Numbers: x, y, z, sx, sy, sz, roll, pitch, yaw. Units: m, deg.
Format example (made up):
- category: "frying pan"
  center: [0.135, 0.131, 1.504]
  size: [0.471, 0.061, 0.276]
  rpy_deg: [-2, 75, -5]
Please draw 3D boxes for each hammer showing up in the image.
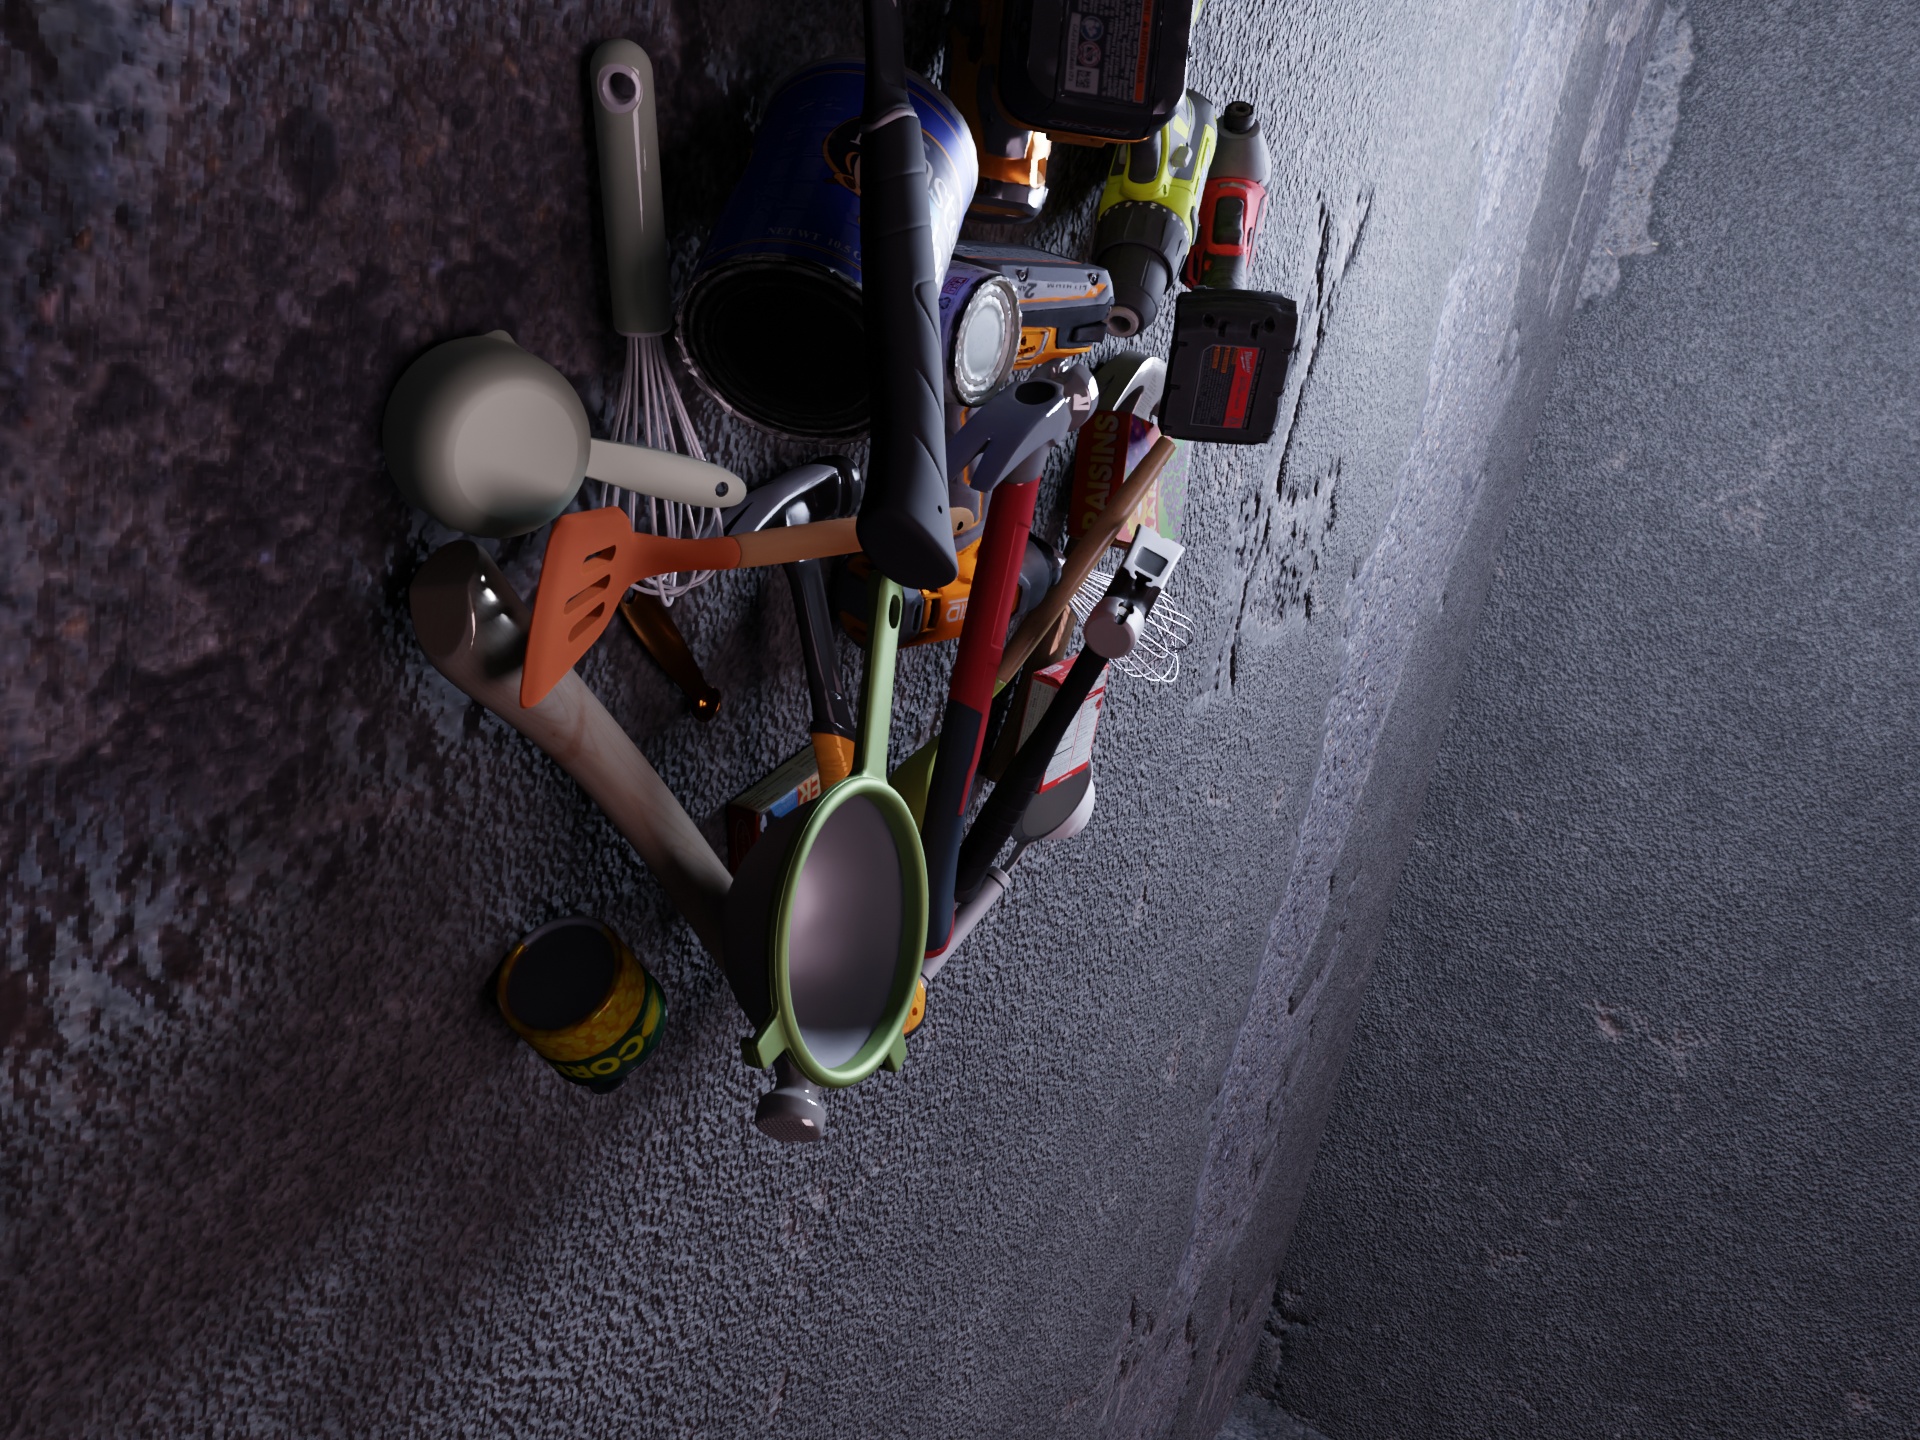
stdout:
- category: "hammer"
  center: [0.057, 0.011, 1.063]
  size: [0.334, 0.035, 0.146]
  rpy_deg: [-62, 177, 41]
- category: "hammer"
  center: [-0.067, 0.034, 0.867]
  size: [0.127, 0.034, 0.336]
  rpy_deg: [-45, 131, -54]
- category: "hammer"
  center: [0.082, -0.109, 1.163]
  size: [0.130, 0.031, 0.331]
  rpy_deg: [12, 98, -64]
- category: "hammer"
  center: [-0.138, 0.056, 0.778]
  size: [0.410, 0.038, 0.146]
  rpy_deg: [64, 30, -48]
- category: "hammer"
  center: [-0.001, -0.003, 0.892]
  size: [0.143, 0.038, 0.386]
  rpy_deg: [-49, 157, -51]
- category: "hammer"
  center: [-0.028, -0.249, 0.626]
  size: [0.149, 0.036, 0.409]
  rpy_deg: [19, 63, -57]

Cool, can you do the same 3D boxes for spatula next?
- category: "spatula"
  center: [-0.083, -0.075, 0.730]
  size: [0.322, 0.041, 0.081]
  rpy_deg: [-18, 132, -53]

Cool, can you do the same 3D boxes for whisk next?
- category: "whisk"
  center: [-0.137, -0.163, 0.691]
  size: [0.059, 0.058, 0.246]
  rpy_deg: [-95, -175, -61]
- category: "whisk"
  center: [0.077, -0.094, 1.084]
  size: [0.284, 0.070, 0.070]
  rpy_deg: [28, 83, -47]

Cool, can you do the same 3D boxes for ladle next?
- category: "ladle"
  center: [0.050, -0.042, 1.029]
  size: [0.320, 0.062, 0.078]
  rpy_deg: [-54, 174, 6]

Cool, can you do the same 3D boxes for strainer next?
- category: "strainer"
  center: [-0.071, 0.049, 0.791]
  size: [0.151, 0.069, 0.256]
  rpy_deg: [27, 67, -63]
- category: "strainer"
  center: [0.034, 0.114, 1.198]
  size: [0.050, 0.087, 0.258]
  rpy_deg: [47, 72, -20]

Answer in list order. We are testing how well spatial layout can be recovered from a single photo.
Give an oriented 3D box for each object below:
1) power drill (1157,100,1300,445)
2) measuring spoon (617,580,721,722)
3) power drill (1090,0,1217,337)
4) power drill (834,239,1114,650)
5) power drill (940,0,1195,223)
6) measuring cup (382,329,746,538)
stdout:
- category: "power drill"
  center: [0.180, -0.305, 1.078]
  size: [0.143, 0.078, 0.220]
  rpy_deg: [92, 4, -55]
- category: "measuring spoon"
  center: [-0.148, -0.036, 0.795]
  size: [0.021, 0.011, 0.116]
  rpy_deg: [-58, 148, -22]
- category: "power drill"
  center: [0.108, -0.359, 0.930]
  size: [0.228, 0.080, 0.191]
  rpy_deg: [77, 25, -57]
- category: "power drill"
  center: [0.016, -0.155, 0.921]
  size: [0.164, 0.084, 0.226]
  rpy_deg: [-13, 123, -45]
- category: "power drill"
  center: [0.040, -0.343, 0.748]
  size: [0.226, 0.084, 0.185]
  rpy_deg: [-147, -118, -75]
- category: "measuring cup"
  center: [-0.148, -0.104, 0.650]
  size: [0.167, 0.038, 0.083]
  rpy_deg: [7, 107, -43]
